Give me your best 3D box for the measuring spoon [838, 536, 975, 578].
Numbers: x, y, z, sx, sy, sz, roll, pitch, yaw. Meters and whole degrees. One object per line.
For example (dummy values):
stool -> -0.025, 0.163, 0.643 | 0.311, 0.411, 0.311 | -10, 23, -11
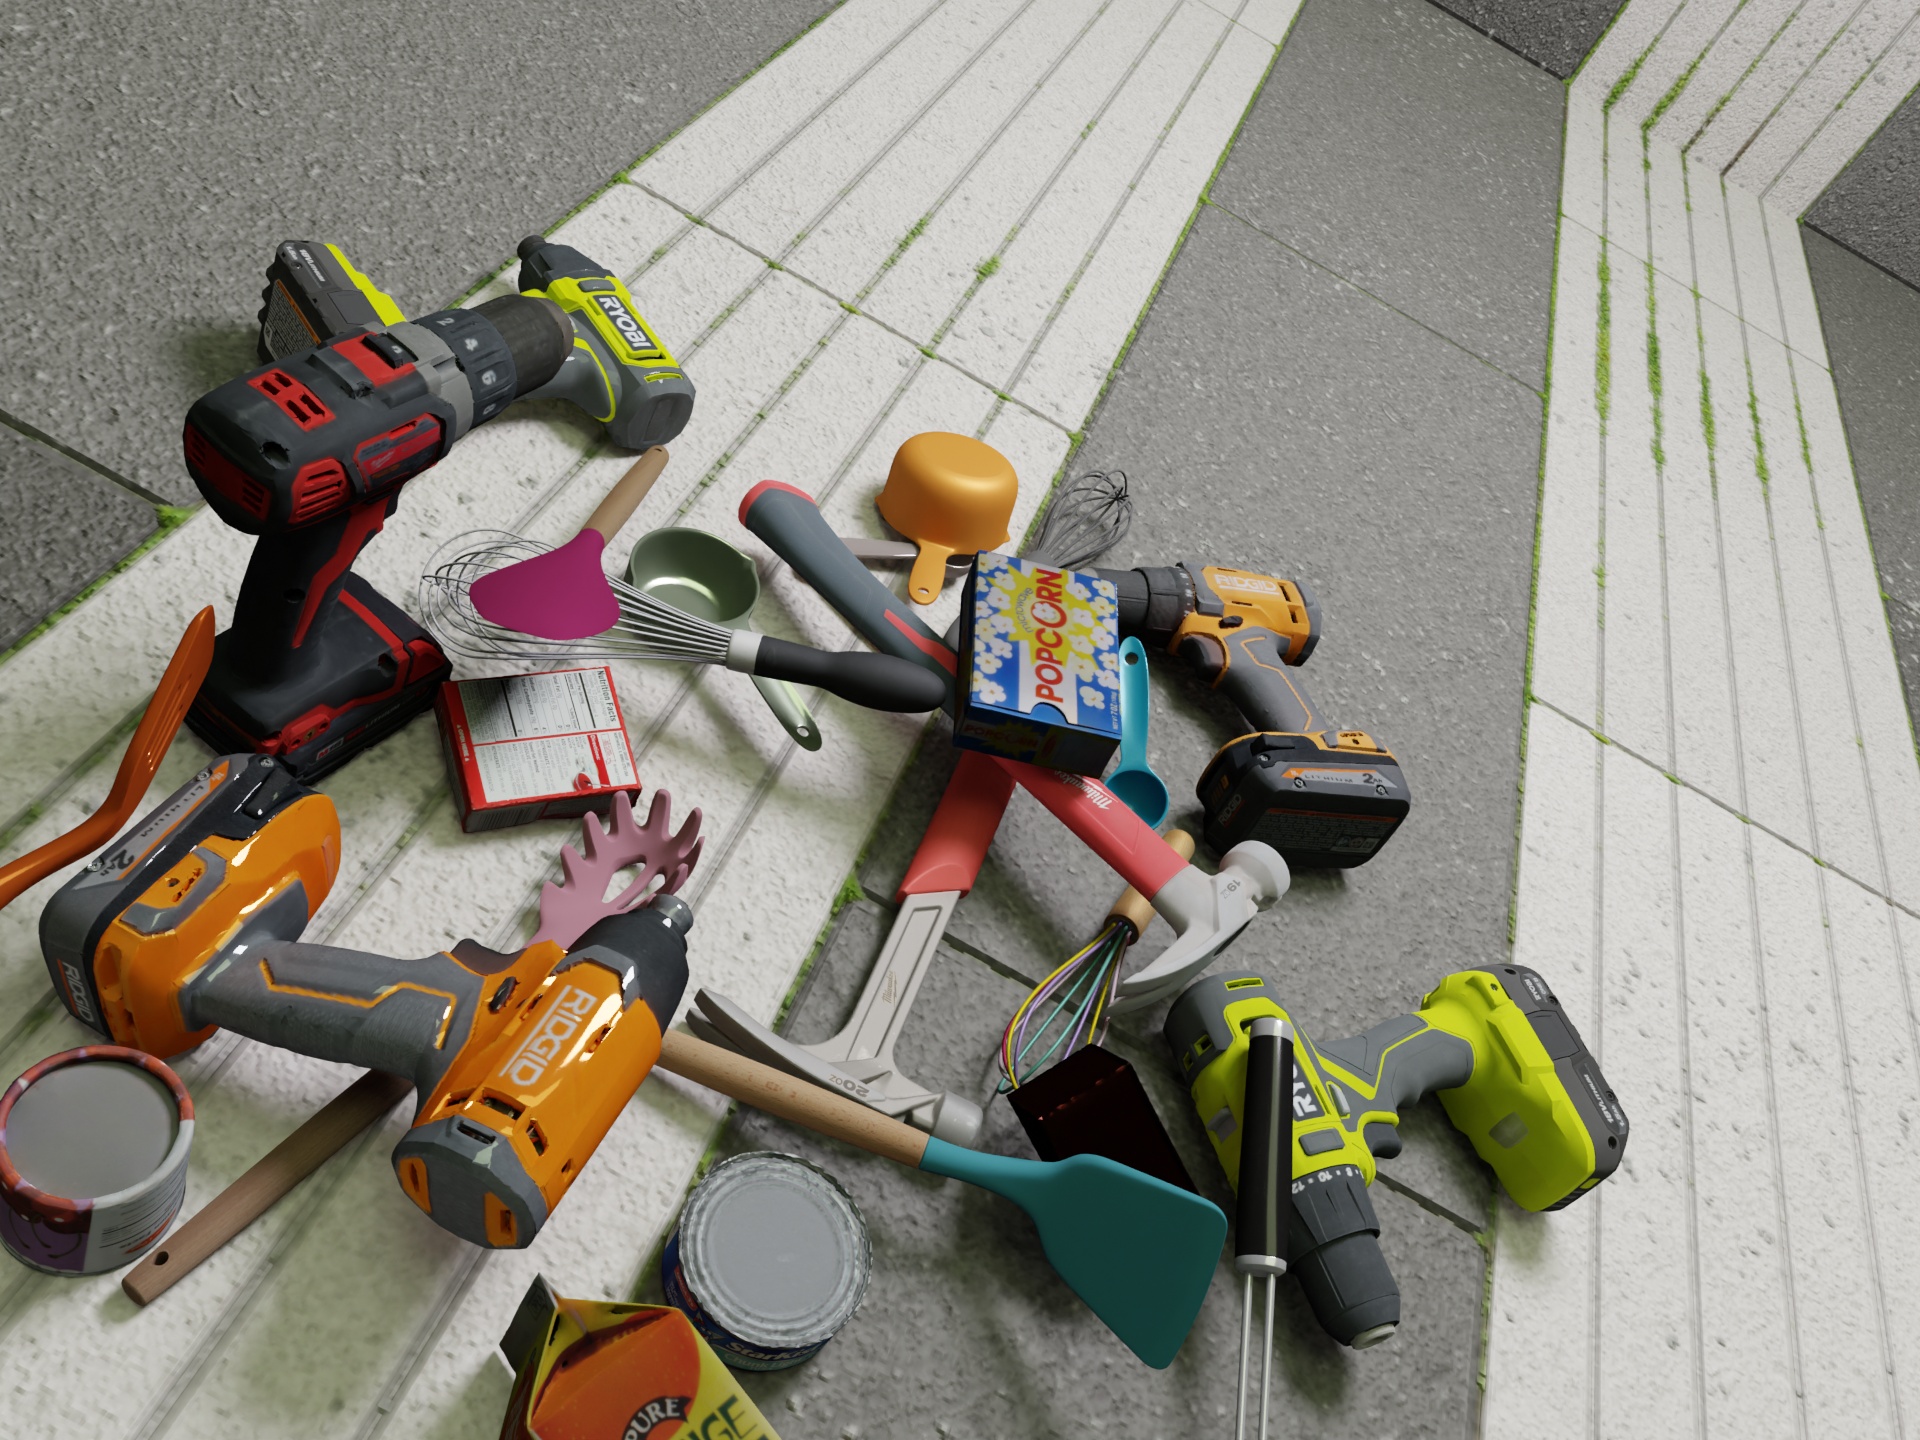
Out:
measuring spoon -> -0.050, -0.105, 1.027 | 0.124, 0.018, 0.034 | 2, 37, -20

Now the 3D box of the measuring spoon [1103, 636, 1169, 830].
measuring spoon -> 0.105, 0.011, 0.974 | 0.042, 0.021, 0.129 | 1, 69, 3

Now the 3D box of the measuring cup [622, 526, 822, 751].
measuring cup -> -0.131, -0.038, 0.901 | 0.083, 0.038, 0.168 | -20, 65, -40

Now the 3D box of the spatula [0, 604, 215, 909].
spatula -> -0.390, 0.079, 0.582 | 0.041, 0.081, 0.323 | 46, 62, -6

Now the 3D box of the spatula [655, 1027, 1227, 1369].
spatula -> -0.042, 0.186, 0.707 | 0.317, 0.082, 0.044 | 20, 15, 5

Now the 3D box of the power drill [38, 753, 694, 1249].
power drill -> -0.228, 0.099, 0.652 | 0.226, 0.084, 0.164 | 22, 43, 10

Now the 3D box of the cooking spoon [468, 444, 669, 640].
cooking spoon -> -0.194, -0.105, 0.857 | 0.068, 0.017, 0.319 | 17, 22, -6

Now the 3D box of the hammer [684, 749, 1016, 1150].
hammer -> -0.012, 0.065, 0.873 | 0.149, 0.036, 0.359 | 29, 43, -3

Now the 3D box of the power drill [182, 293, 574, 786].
power drill -> -0.267, -0.089, 0.729 | 0.080, 0.226, 0.188 | 39, 43, 7

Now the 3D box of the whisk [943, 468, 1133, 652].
whisk -> 0.054, -0.105, 1.062 | 0.055, 0.055, 0.239 | 38, 47, 7

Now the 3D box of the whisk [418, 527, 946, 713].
whisk -> -0.147, -0.042, 0.844 | 0.284, 0.070, 0.070 | 13, 45, -2

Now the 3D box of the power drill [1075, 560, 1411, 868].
power drill -> 0.171, -0.017, 1.025 | 0.185, 0.084, 0.226 | 6, 45, -22

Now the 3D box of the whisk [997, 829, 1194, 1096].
whisk -> 0.080, 0.129, 0.865 | 0.047, 0.051, 0.245 | 36, 38, 7

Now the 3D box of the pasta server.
pasta server -> -0.223, 0.130, 0.693 | 0.060, 0.040, 0.316 | 26, 41, 20

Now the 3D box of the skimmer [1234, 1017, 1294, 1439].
skimmer -> 0.124, 0.283, 0.673 | 0.127, 0.090, 0.364 | 1, 54, 14

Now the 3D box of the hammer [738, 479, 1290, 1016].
hammer -> -0.001, -0.003, 0.888 | 0.386, 0.038, 0.143 | 43, 47, 19

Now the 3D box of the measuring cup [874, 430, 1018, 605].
measuring cup -> -0.010, -0.133, 1.018 | 0.095, 0.052, 0.174 | 17, 32, -3

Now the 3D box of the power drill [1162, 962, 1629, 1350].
power drill -> 0.237, 0.218, 0.845 | 0.228, 0.080, 0.191 | -3, 51, -28

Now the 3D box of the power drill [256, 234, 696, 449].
power drill -> -0.293, -0.231, 0.961 | 0.223, 0.080, 0.171 | -17, 61, -44
